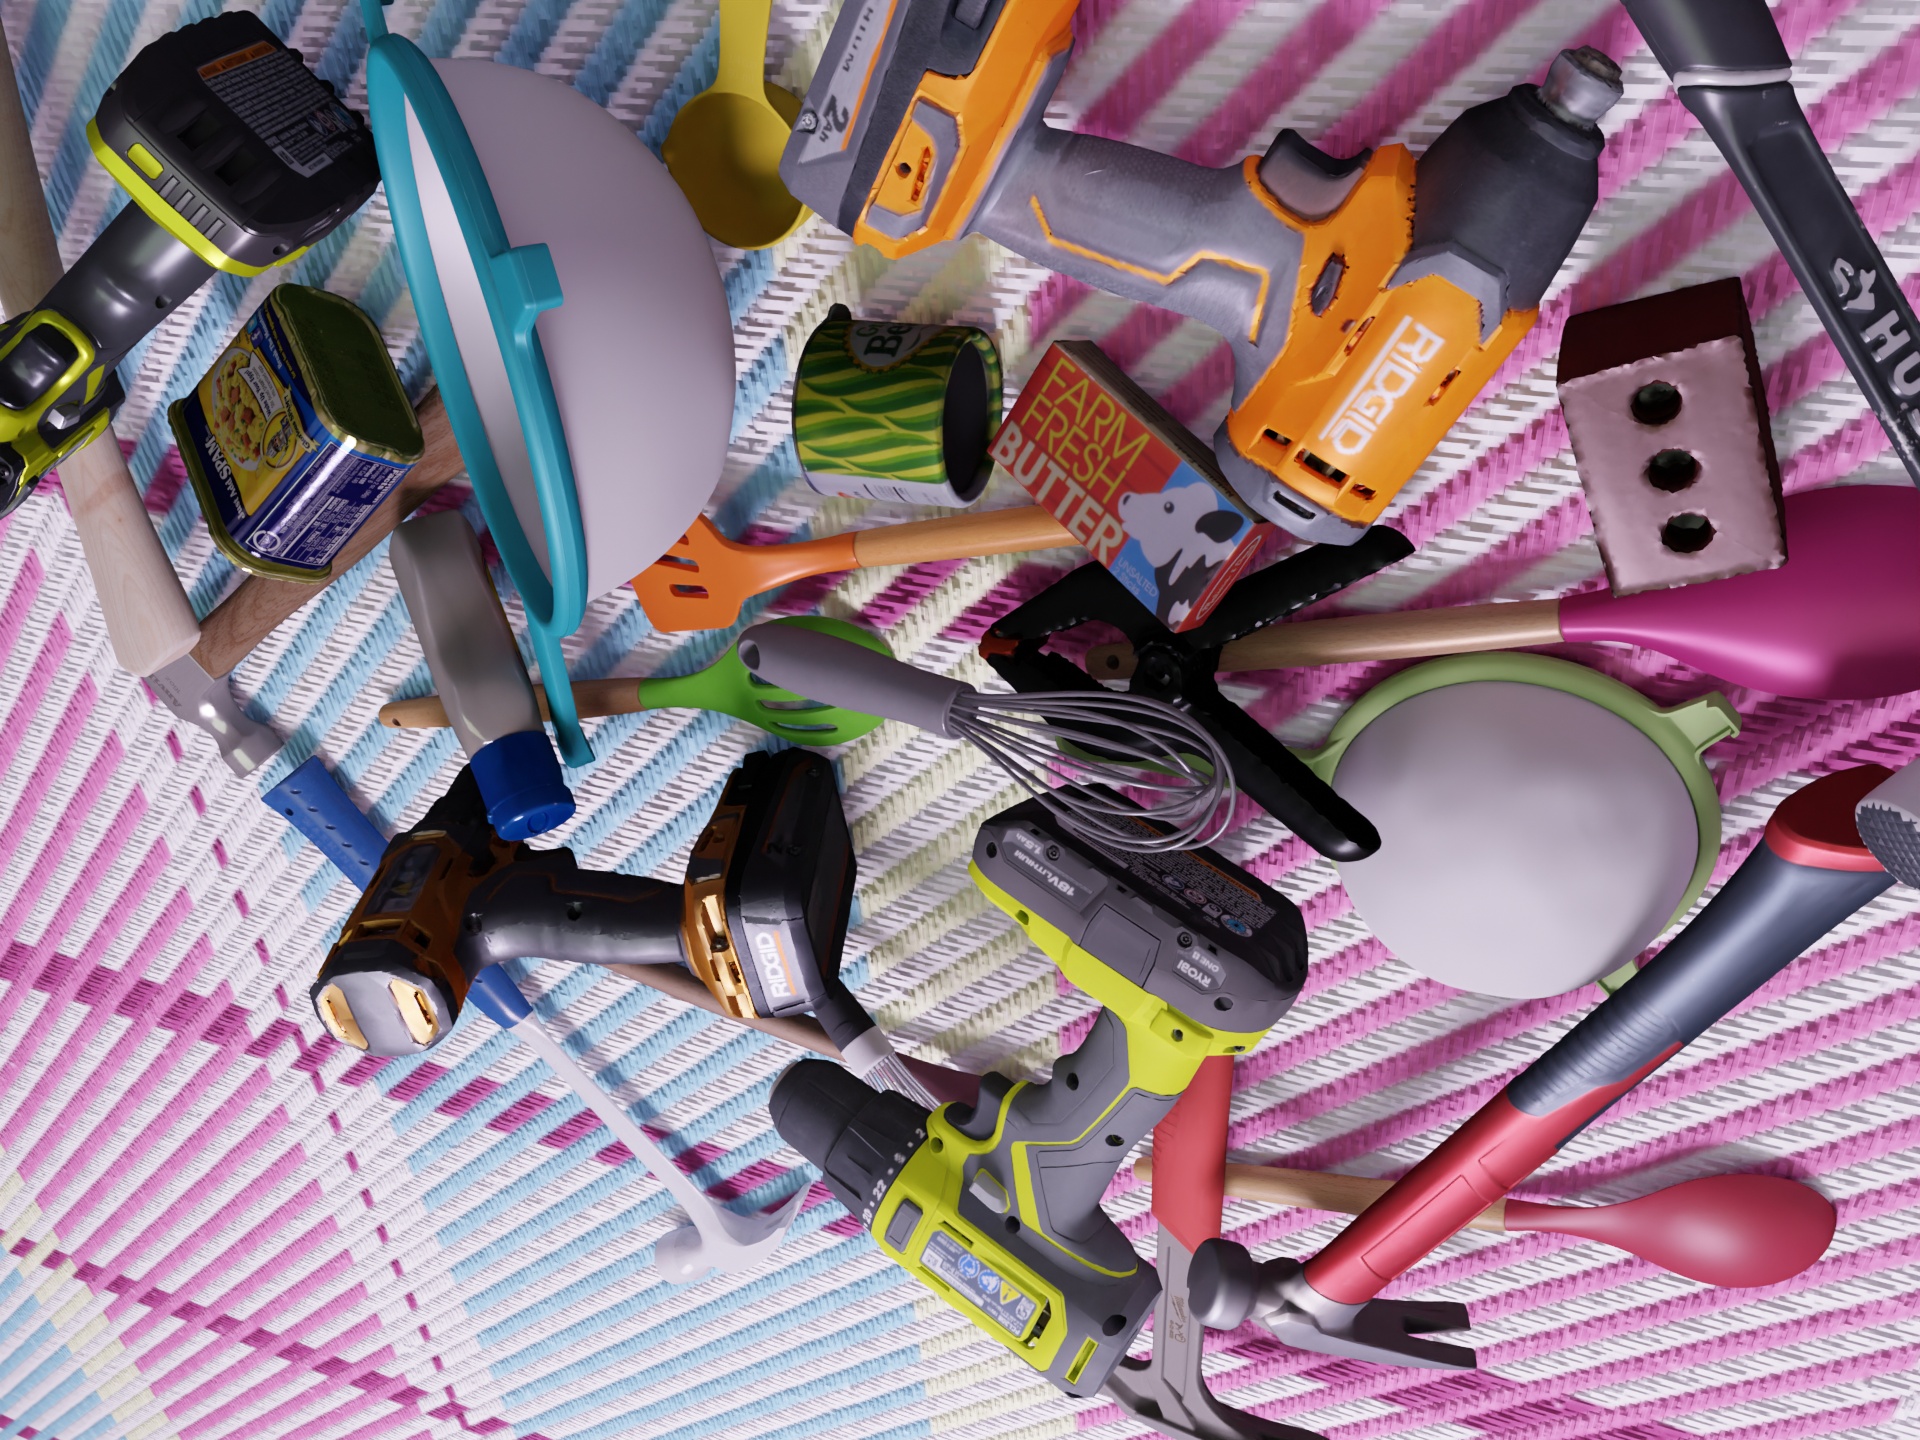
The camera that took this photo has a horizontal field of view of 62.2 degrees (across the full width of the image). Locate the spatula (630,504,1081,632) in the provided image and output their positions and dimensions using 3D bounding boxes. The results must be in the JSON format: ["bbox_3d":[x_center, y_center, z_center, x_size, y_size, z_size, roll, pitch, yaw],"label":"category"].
[{"bbox_3d":[-0.015,-0.076,0.642,0.322,0.041,0.081,-4,120,24],"label":"spatula"}]

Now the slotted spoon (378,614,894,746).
[{"bbox_3d":[-0.169,-0.009,0.765,0.314,0.031,0.070,-3,126,30],"label":"slotted spoon"}]

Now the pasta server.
[{"bbox_3d":[-0.078,0.174,0.845,0.316,0.060,0.040,17,111,19],"label":"pasta server"}]

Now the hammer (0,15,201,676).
[{"bbox_3d":[-0.428,-0.209,0.717,0.146,0.038,0.410,12,122,21],"label":"hammer"}]

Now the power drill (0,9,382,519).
[{"bbox_3d":[-0.332,-0.158,0.609,0.223,0.171,0.080,-37,115,17],"label":"power drill"}]

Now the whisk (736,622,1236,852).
[{"bbox_3d":[0.000,-0.001,0.616,0.239,0.055,0.055,18,132,35],"label":"whisk"}]

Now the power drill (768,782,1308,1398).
[{"bbox_3d":[0.025,0.145,0.666,0.191,0.080,0.228,32,113,20],"label":"power drill"}]

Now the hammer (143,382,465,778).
[{"bbox_3d":[-0.328,-0.079,0.789,0.331,0.031,0.130,-28,109,38],"label":"hammer"}]

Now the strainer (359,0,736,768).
[{"bbox_3d":[-0.140,-0.102,0.628,0.211,0.095,0.340,57,158,33],"label":"strainer"}]

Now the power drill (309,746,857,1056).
[{"bbox_3d":[-0.168,0.070,0.751,0.226,0.185,0.084,-7,122,8],"label":"power drill"}]

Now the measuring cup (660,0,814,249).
[{"bbox_3d":[-0.068,-0.241,0.545,0.062,0.029,0.156,19,127,13],"label":"measuring cup"}]

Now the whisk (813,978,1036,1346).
[{"bbox_3d":[-0.025,0.186,0.770,0.285,0.070,0.070,51,133,15],"label":"whisk"}]

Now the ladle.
[{"bbox_3d":[0.227,0.224,0.738,0.315,0.031,0.069,-2,124,30],"label":"ladle"}]

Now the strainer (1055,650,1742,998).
[{"bbox_3d":[0.153,0.042,0.611,0.256,0.069,0.151,12,128,16],"label":"strainer"}]

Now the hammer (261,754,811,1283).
[{"bbox_3d":[-0.249,0.181,0.938,0.144,0.035,0.405,-28,108,38],"label":"hammer"}]

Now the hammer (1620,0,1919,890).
[{"bbox_3d":[0.221,-0.157,0.424,0.149,0.036,0.409,-35,99,-4],"label":"hammer"}]

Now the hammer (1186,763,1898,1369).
[{"bbox_3d":[0.234,0.156,0.612,0.143,0.038,0.386,16,134,-13],"label":"hammer"}]

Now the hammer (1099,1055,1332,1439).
[{"bbox_3d":[0.118,0.224,0.763,0.149,0.037,0.358,13,124,24],"label":"hammer"}]

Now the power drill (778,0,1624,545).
[{"bbox_3d":[0.075,-0.173,0.489,0.226,0.084,0.164,31,130,-2],"label":"power drill"}]

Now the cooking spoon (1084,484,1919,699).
[{"bbox_3d":[0.187,-0.033,0.564,0.319,0.017,0.069,-4,94,33],"label":"cooking spoon"}]
